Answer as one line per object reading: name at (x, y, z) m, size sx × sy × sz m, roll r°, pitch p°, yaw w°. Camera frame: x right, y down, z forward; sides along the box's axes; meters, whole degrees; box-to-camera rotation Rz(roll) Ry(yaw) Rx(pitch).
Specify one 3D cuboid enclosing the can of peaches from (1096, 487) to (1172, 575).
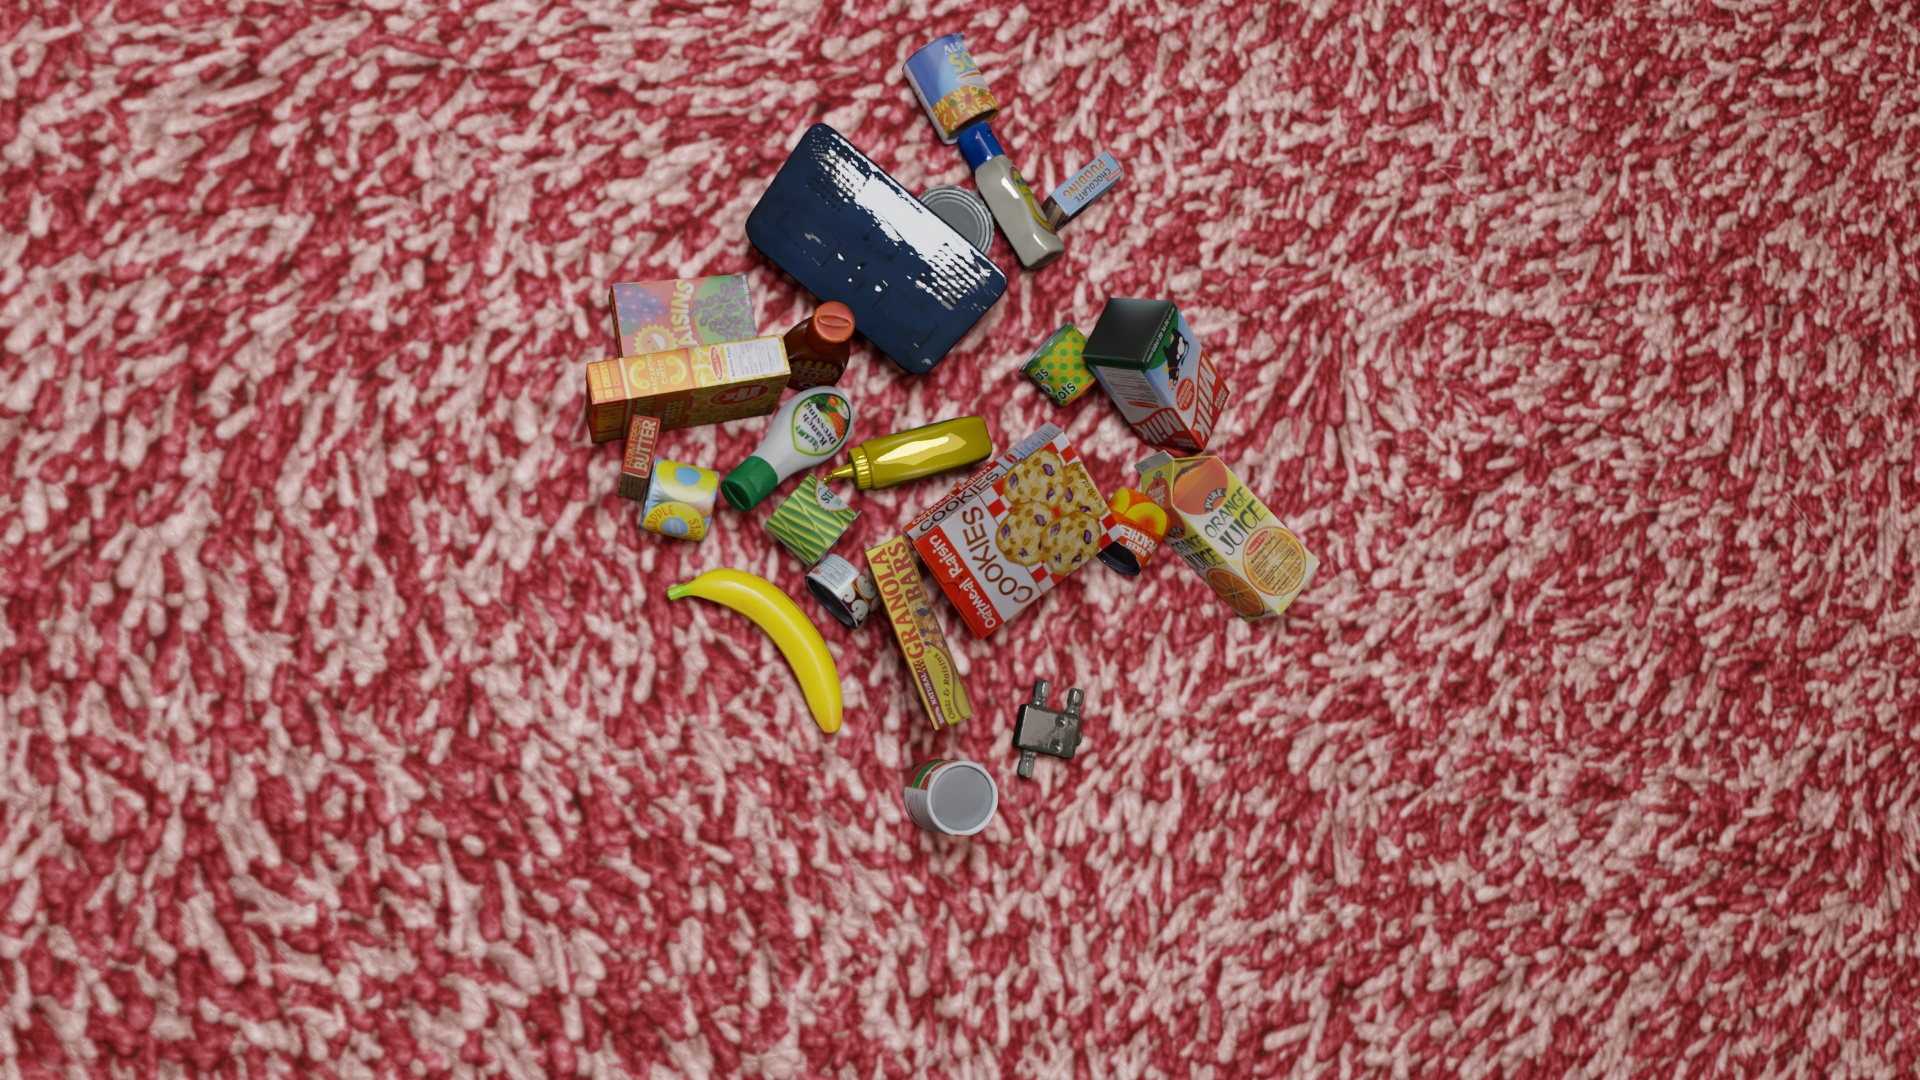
can of peaches at (0.162, -0.009, 1.334) m, size 0.071 × 0.071 × 0.058 m, roll 41°, pitch 71°, yaw -6°

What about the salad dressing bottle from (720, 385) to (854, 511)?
salad dressing bottle at (-0.155, -0.082, 1.246) m, size 0.064 × 0.044 × 0.148 m, roll 54°, pitch 52°, yaw -16°

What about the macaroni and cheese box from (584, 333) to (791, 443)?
macaroni and cheese box at (-0.241, -0.132, 1.211) m, size 0.167 × 0.123 × 0.040 m, roll -11°, pitch 81°, yaw -17°

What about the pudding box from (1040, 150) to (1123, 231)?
pudding box at (0.120, -0.348, 1.392) m, size 0.084 × 0.049 × 0.030 m, roll -41°, pitch 92°, yaw -18°

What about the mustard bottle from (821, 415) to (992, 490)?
mustard bottle at (-0.052, -0.077, 1.289) m, size 0.160 × 0.065 × 0.049 m, roll -15°, pitch 89°, yaw -14°

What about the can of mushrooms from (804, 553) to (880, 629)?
can of mushrooms at (-0.105, 0.047, 1.251) m, size 0.071 × 0.071 × 0.033 m, roll 45°, pitch 71°, yaw -5°

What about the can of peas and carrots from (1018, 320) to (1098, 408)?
can of peas and carrots at (0.100, -0.169, 1.346) m, size 0.058 × 0.071 × 0.071 m, roll 44°, pitch 72°, yaw -6°

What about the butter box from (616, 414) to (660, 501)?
butter box at (-0.279, -0.071, 1.200) m, size 0.024 × 0.103 × 0.053 m, roll 13°, pitch 77°, yaw -14°

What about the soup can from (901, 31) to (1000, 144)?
soup can at (-0.006, -0.443, 1.361) m, size 0.071 × 0.071 × 0.083 m, roll -30°, pitch 90°, yaw -18°

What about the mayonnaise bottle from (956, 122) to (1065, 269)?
mayonnaise bottle at (0.048, -0.339, 1.365) m, size 0.041 × 0.065 × 0.148 m, roll -31°, pitch 88°, yaw 25°

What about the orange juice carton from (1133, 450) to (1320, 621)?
orange juice carton at (0.250, -0.014, 1.360) m, size 0.192 × 0.071 × 0.073 m, roll 45°, pitch 72°, yaw -5°

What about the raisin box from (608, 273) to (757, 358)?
raisin box at (-0.250, -0.193, 1.263) m, size 0.124 × 0.040 × 0.086 m, roll -8°, pitch 84°, yaw -19°

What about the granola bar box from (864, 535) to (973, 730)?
granola bar box at (-0.036, 0.082, 1.231) m, size 0.039 × 0.124 × 0.165 m, roll -22°, pitch 87°, yaw -2°

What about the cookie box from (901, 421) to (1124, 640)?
cookie box at (0.048, -0.008, 1.255) m, size 0.167 × 0.040 × 0.122 m, roll -36°, pitch 117°, yaw -6°

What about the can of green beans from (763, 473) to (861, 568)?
can of green beans at (-0.135, -0.018, 1.252) m, size 0.058 × 0.071 × 0.071 m, roll 43°, pitch 72°, yaw -5°

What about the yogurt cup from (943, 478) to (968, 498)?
yogurt cup at (0.005, -0.016, 1.294) m, size 0.072 × 0.072 × 0.054 m, roll 44°, pitch 80°, yaw -5°

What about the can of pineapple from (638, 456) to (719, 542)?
can of pineapple at (-0.248, -0.034, 1.221) m, size 0.058 × 0.071 × 0.071 m, roll 13°, pitch 77°, yaw -14°

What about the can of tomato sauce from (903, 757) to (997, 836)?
can of tomato sauce at (-0.008, 0.227, 1.237) m, size 0.071 × 0.083 × 0.071 m, roll 3°, pitch 81°, yaw -15°

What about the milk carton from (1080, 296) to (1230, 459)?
milk carton at (0.198, -0.148, 1.341) m, size 0.190 × 0.073 × 0.072 m, roll 46°, pitch 64°, yaw -45°

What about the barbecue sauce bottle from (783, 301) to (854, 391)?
barbecue sauce bottle at (-0.126, -0.173, 1.238) m, size 0.065 × 0.148 × 0.044 m, roll 7°, pitch 79°, yaw -15°
